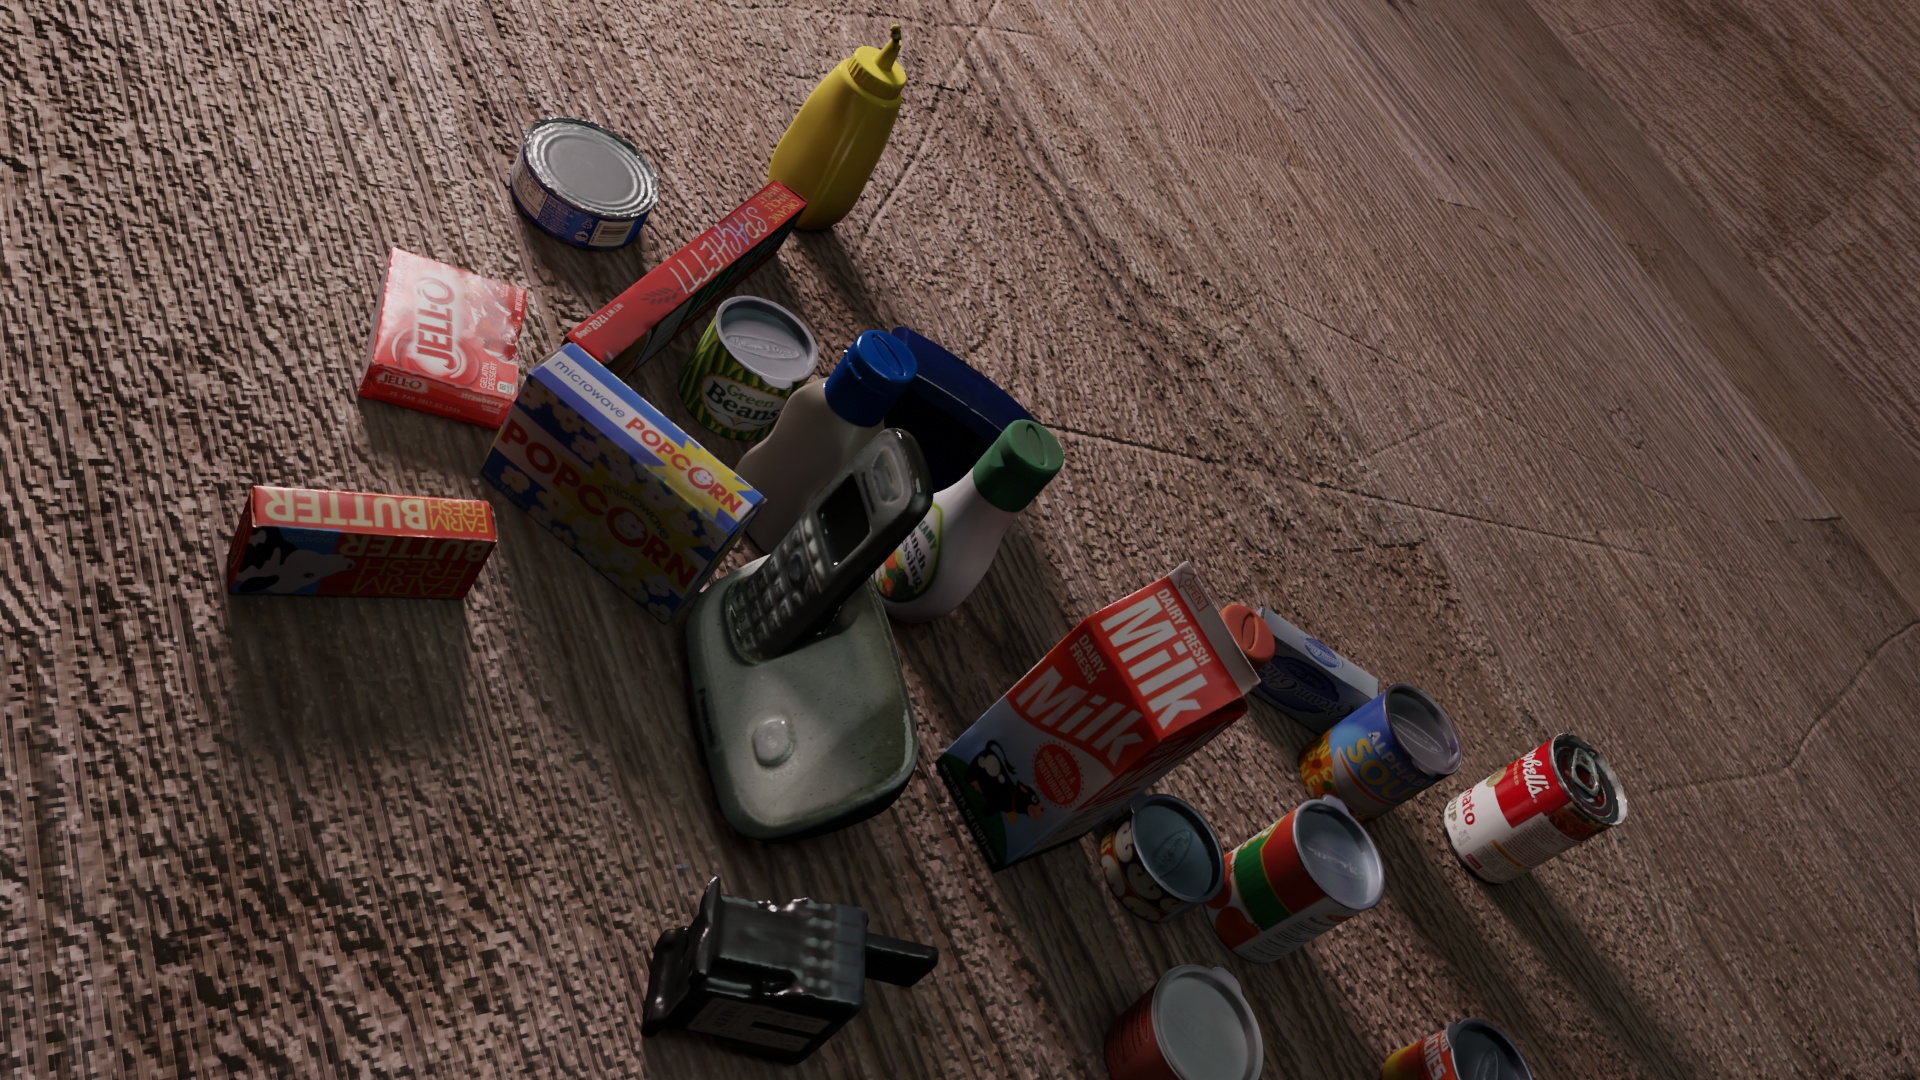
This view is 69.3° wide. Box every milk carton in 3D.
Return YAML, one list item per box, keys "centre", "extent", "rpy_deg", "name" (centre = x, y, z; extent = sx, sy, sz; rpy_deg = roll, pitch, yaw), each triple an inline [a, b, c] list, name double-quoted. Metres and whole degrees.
- centre: [0.075, 0.091, 0.716]
  extent: [0.074, 0.189, 0.072]
  rpy_deg: [-9, 61, -43]
  name: "milk carton"

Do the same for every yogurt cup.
- centre: [0.110, 0.257, 0.703]
  extent: [0.072, 0.053, 0.073]
  rpy_deg: [22, 44, -23]
  name: "yogurt cup"

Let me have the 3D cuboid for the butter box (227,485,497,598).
- centre: [-0.268, 0.002, 0.626]
  extent: [0.104, 0.053, 0.024]
  rpy_deg: [4, 53, -37]
  name: "butter box"

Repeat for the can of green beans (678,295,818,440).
- centre: [-0.127, -0.102, 0.827]
  extent: [0.071, 0.057, 0.071]
  rpy_deg: [22, 44, -23]
  name: "can of green beans"

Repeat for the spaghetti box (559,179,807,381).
- centre: [-0.167, -0.154, 0.847]
  extent: [0.028, 0.050, 0.251]
  rpy_deg: [39, 40, -5]
  name: "spaghetti box"

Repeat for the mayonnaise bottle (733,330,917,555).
- centre: [-0.074, -0.053, 0.756]
  extent: [0.041, 0.147, 0.065]
  rpy_deg: [-19, 68, -46]
  name: "mayonnaise bottle"

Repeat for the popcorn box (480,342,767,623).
- centre: [-0.173, -0.028, 0.704]
  extent: [0.126, 0.084, 0.038]
  rpy_deg: [39, 40, -4]
  name: "popcorn box"

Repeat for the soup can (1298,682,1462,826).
- centre: [0.274, 0.144, 0.911]
  extent: [0.071, 0.083, 0.072]
  rpy_deg: [22, 44, -23]
  name: "soup can"

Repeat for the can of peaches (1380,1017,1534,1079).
- centre: [0.281, 0.312, 0.789]
  extent: [0.071, 0.057, 0.071]
  rpy_deg: [22, 44, -23]
  name: "can of peaches"

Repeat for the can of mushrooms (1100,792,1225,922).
- centre: [0.113, 0.179, 0.791]
  extent: [0.071, 0.033, 0.071]
  rpy_deg: [22, 44, -23]
  name: "can of mushrooms"

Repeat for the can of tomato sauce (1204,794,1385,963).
- centre: [0.190, 0.195, 0.799]
  extent: [0.071, 0.082, 0.071]
  rpy_deg: [22, 44, -23]
  name: "can of tomato sauce"

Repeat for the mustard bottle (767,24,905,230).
- centre: [-0.076, -0.285, 0.951]
  extent: [0.049, 0.159, 0.065]
  rpy_deg: [-14, 65, -45]
  name: "mustard bottle"

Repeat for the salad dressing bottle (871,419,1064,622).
- centre: [0.003, -0.010, 0.780]
  extent: [0.044, 0.147, 0.064]
  rpy_deg: [9, 50, -33]
  name: "salad dressing bottle"

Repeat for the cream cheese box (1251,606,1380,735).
- centre: [0.228, 0.091, 0.945]
  extent: [0.104, 0.053, 0.024]
  rpy_deg: [32, 41, -12]
  name: "cream cheese box"

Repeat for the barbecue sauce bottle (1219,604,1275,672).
- centre: [0.116, 0.090, 0.782]
  extent: [0.043, 0.147, 0.065]
  rpy_deg: [34, 41, -10]
  name: "barbecue sauce bottle"
